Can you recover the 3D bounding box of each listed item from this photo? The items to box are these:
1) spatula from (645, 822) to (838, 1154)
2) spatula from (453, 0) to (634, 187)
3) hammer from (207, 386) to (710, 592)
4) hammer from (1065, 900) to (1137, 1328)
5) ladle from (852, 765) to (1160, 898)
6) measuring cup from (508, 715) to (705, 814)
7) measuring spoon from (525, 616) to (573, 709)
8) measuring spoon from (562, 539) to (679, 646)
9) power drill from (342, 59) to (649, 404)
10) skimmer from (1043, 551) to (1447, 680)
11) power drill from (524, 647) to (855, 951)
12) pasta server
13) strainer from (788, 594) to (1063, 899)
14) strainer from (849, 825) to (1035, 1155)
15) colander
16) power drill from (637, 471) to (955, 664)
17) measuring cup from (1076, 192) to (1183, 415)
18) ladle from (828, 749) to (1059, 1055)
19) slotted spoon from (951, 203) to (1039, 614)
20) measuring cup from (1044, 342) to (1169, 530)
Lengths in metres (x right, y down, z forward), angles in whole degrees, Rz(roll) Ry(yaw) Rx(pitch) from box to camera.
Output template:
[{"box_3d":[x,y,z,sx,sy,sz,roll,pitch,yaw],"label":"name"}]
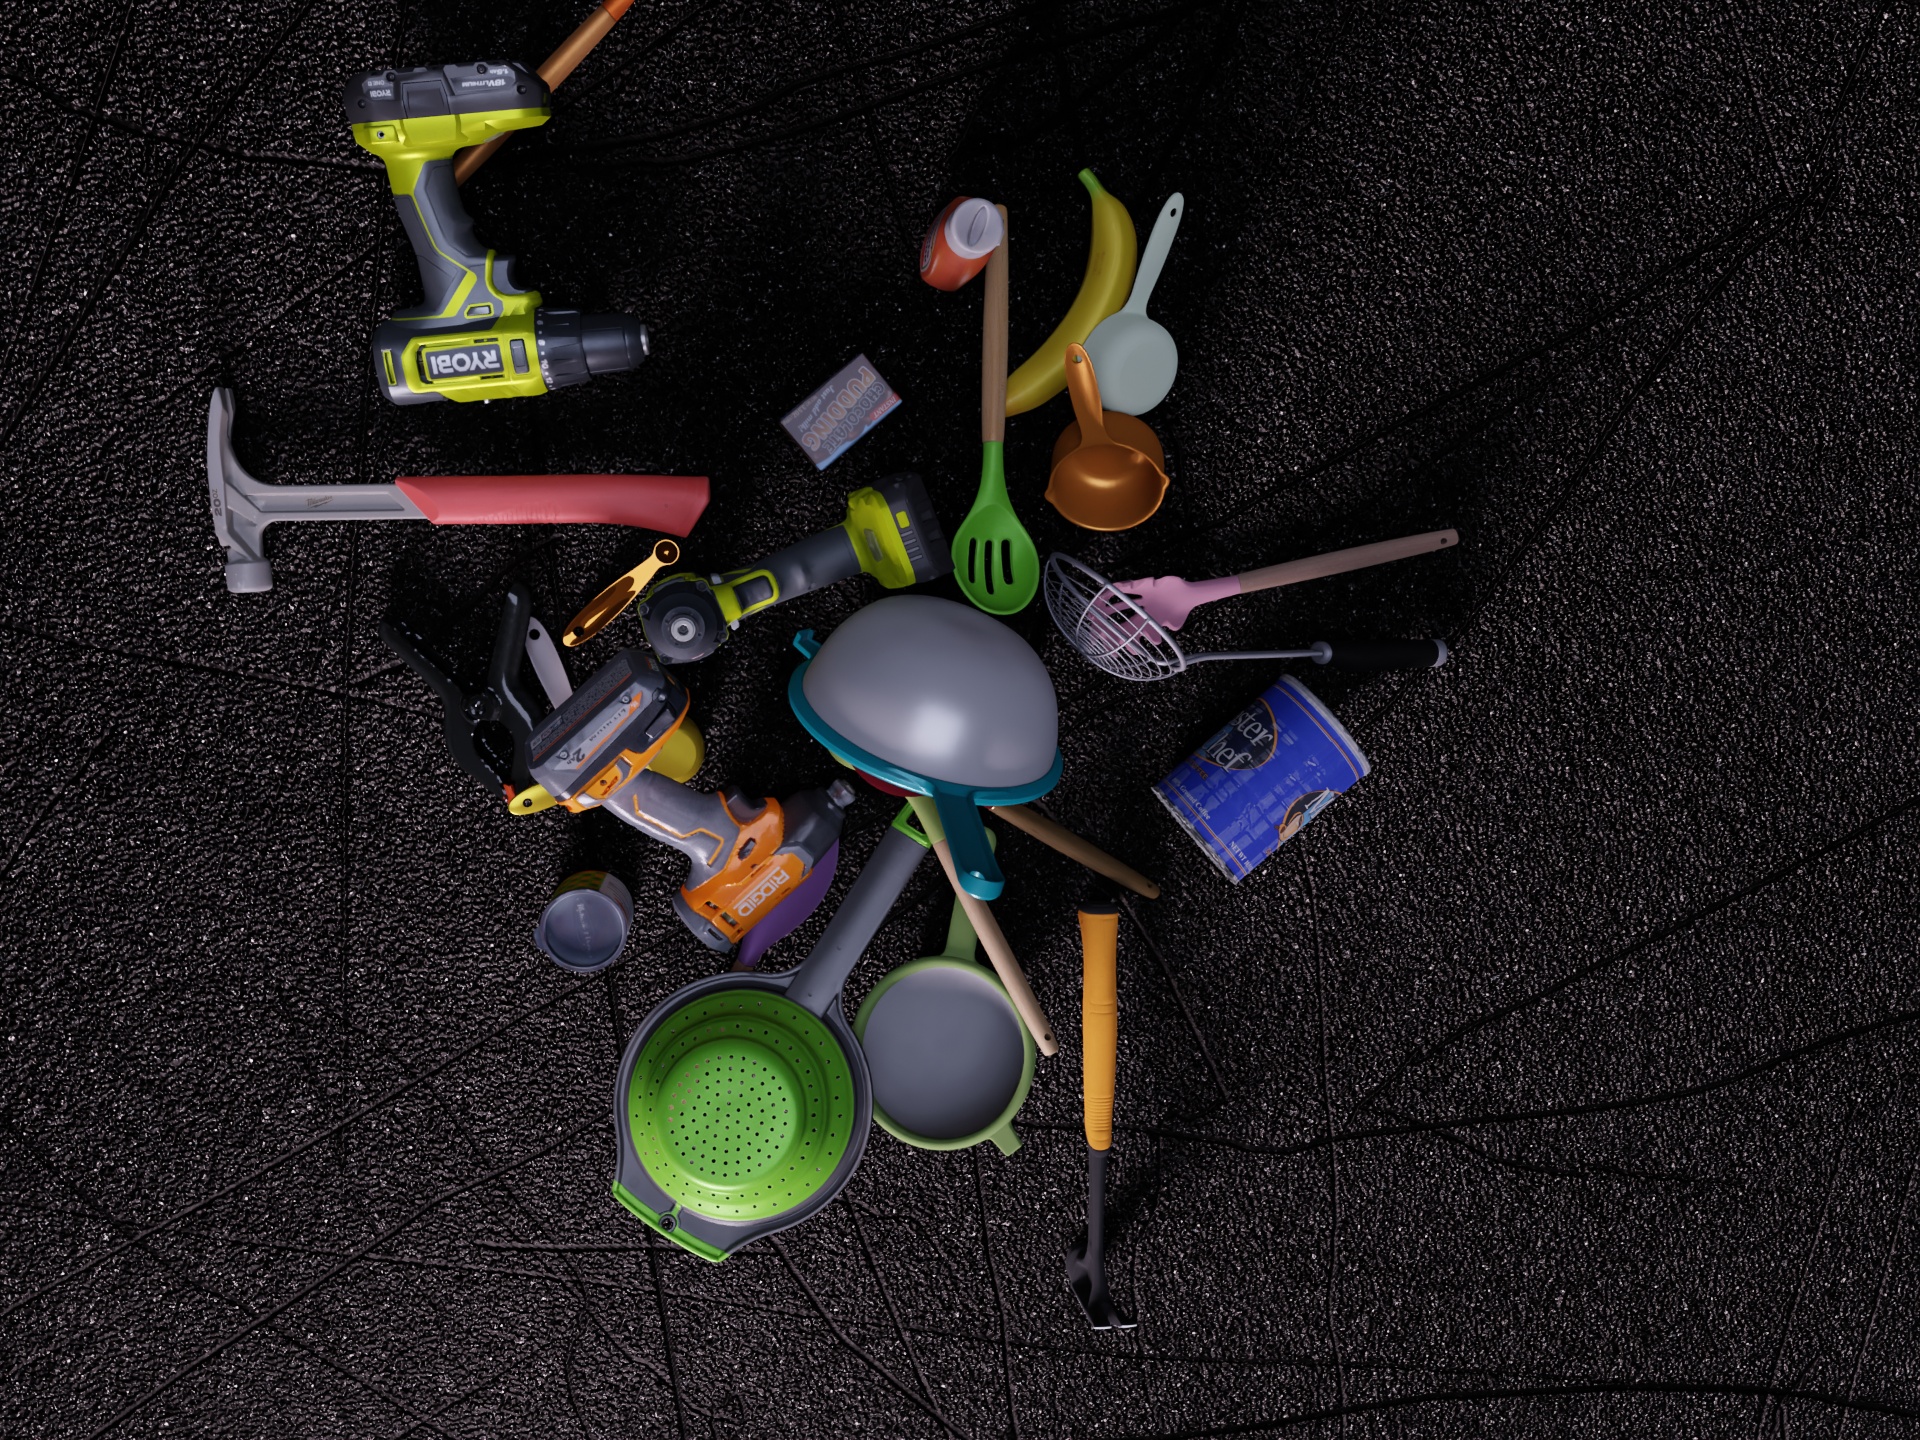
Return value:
[{"box_3d":[-0.183,0.219,1.283,0.059,0.018,0.316,27,95,-11],"label":"spatula"},{"box_3d":[-0.270,-0.492,1.152,0.322,0.041,0.081,-44,102,6],"label":"spatula"},{"box_3d":[-0.369,-0.174,1.186,0.359,0.037,0.149,-2,100,-6],"label":"hammer"},{"box_3d":[0.113,0.315,1.294,0.034,0.127,0.337,-1,94,-8],"label":"hammer"},{"box_3d":[0.043,0.074,1.238,0.315,0.031,0.069,30,52,-29],"label":"ladle"},{"box_3d":[-0.270,0.041,1.220,0.156,0.029,0.062,-23,111,-16],"label":"measuring cup"},{"box_3d":[-0.310,-0.023,1.232,0.034,0.018,0.124,-23,95,-11],"label":"measuring spoon"},{"box_3d":[-0.262,-0.098,1.226,0.117,0.011,0.021,-41,101,5],"label":"measuring spoon"},{"box_3d":[-0.331,-0.343,1.131,0.190,0.080,0.228,-7,111,-4],"label":"power drill"},{"box_3d":[0.231,-0.079,1.218,0.363,0.127,0.090,-2,106,-25],"label":"skimmer"},{"box_3d":[-0.194,0.053,1.194,0.164,0.084,0.226,-42,119,1],"label":"power drill"},{"box_3d":[0.250,-0.112,1.269,0.316,0.040,0.060,-13,113,-6],"label":"pasta server"},{"box_3d":[-0.002,-0.004,1.098,0.211,0.341,0.095,13,114,-16],"label":"strainer"},{"box_3d":[0.000,0.215,1.288,0.151,0.069,0.256,8,81,14],"label":"strainer"},{"box_3d":[-0.127,0.226,1.215,0.204,0.094,0.397,32,84,4],"label":"colander"},{"box_3d":[-0.124,-0.105,1.160,0.223,0.171,0.080,-23,102,-6],"label":"power drill"},{"box_3d":[0.144,-0.308,1.193,0.083,0.038,0.167,1,119,-37],"label":"measuring cup"},{"box_3d":[-0.008,0.117,1.236,0.078,0.062,0.320,-29,92,-25],"label":"ladle"},{"box_3d":[0.027,-0.234,1.198,0.070,0.031,0.314,2,86,-19],"label":"slotted spoon"},{"box_3d":[0.102,-0.222,1.186,0.095,0.052,0.173,-6,136,14],"label":"measuring cup"}]
